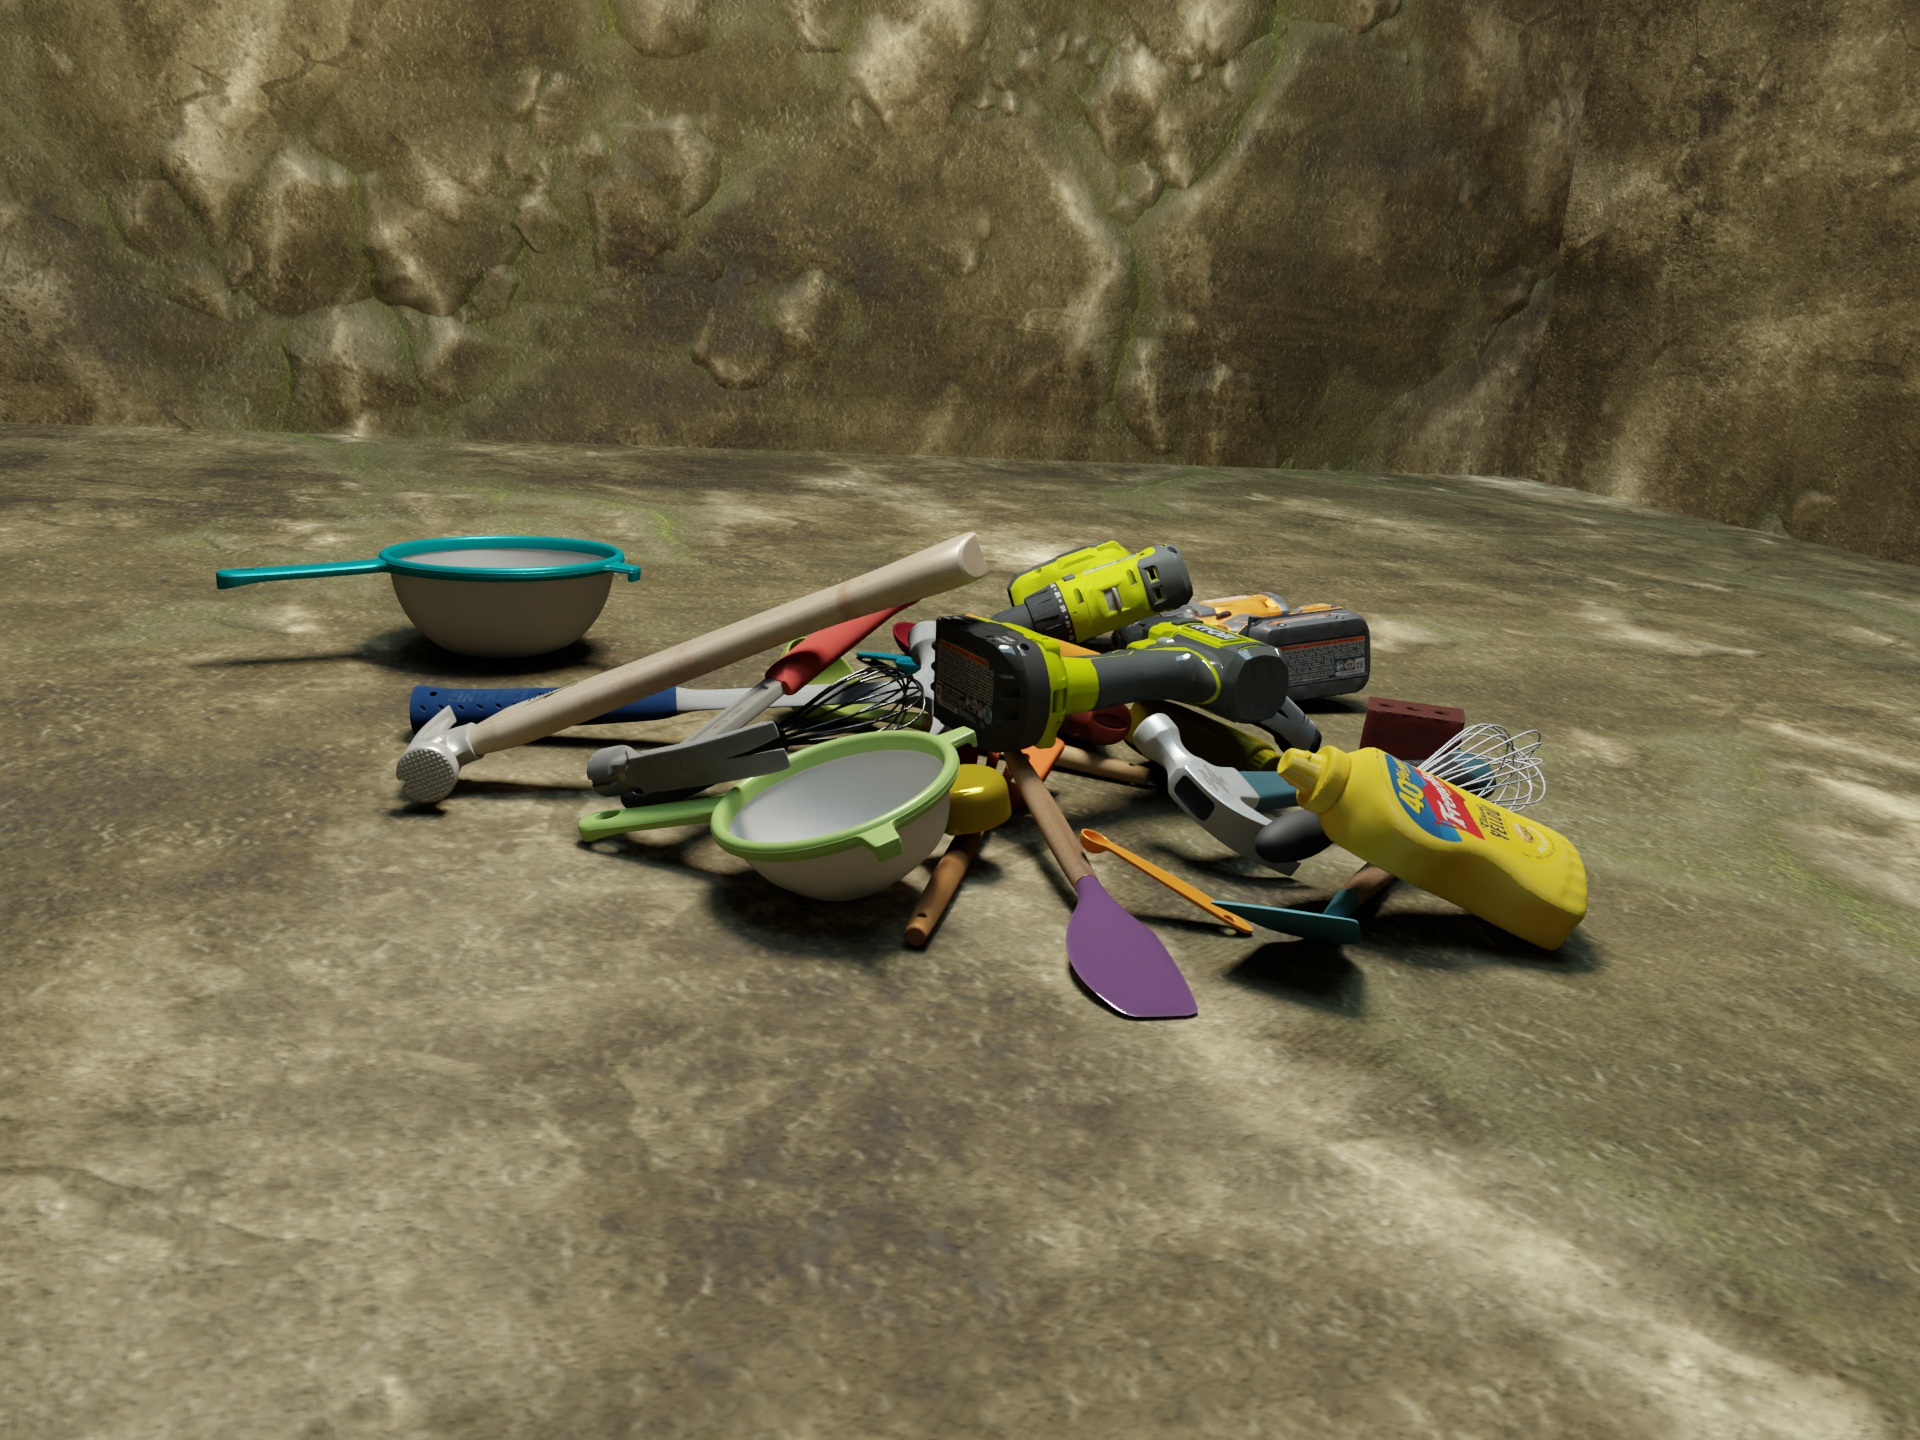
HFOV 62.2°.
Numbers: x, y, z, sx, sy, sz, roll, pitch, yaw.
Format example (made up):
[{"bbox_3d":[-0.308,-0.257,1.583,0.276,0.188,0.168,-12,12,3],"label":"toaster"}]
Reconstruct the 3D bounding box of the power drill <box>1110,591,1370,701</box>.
[{"bbox_3d":[0.264,-0.074,1.528,0.185,0.084,0.226,-8,14,-16],"label":"power drill"}]

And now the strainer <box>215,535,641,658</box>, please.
[{"bbox_3d":[-0.462,-0.100,1.390,0.340,0.095,0.211,-8,17,-30],"label":"strainer"}]

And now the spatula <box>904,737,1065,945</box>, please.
[{"bbox_3d":[0.006,0.067,1.027,0.081,0.041,0.323,13,18,7],"label":"spatula"}]

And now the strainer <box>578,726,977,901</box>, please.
[{"bbox_3d":[-0.115,0.073,0.961,0.256,0.069,0.151,-8,22,23],"label":"strainer"}]

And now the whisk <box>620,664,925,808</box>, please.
[{"bbox_3d":[-0.126,0.014,1.107,0.239,0.055,0.055,-23,28,-27],"label":"whisk"}]

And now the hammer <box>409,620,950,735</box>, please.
[{"bbox_3d":[-0.203,-0.012,1.197,0.405,0.035,0.144,-3,44,-6],"label":"hammer"}]

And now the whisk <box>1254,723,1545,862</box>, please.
[{"bbox_3d":[0.293,0.051,1.044,0.284,0.070,0.070,-13,23,-37],"label":"whisk"}]

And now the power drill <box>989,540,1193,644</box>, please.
[{"bbox_3d":[0.110,-0.115,1.535,0.190,0.080,0.228,-20,8,0],"label":"power drill"}]

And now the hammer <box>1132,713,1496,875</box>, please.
[{"bbox_3d":[0.273,0.045,1.129,0.330,0.033,0.128,-1,43,-40],"label":"hammer"}]

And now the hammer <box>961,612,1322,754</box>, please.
[{"bbox_3d":[0.130,-0.039,1.327,0.337,0.034,0.127,18,-8,33],"label":"hammer"}]

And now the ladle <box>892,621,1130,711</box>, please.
[{"bbox_3d":[0.054,-0.037,1.432,0.316,0.031,0.069,21,18,41],"label":"ladle"}]

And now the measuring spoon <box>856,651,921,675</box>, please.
[{"bbox_3d":[-0.061,-0.049,1.472,0.042,0.021,0.129,-5,10,-33],"label":"measuring spoon"}]

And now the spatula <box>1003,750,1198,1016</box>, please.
[{"bbox_3d":[0.067,0.087,0.959,0.059,0.018,0.316,2,24,-13],"label":"spatula"}]

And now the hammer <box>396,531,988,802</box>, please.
[{"bbox_3d":[-0.179,-0.047,1.098,0.410,0.038,0.146,-21,15,-4],"label":"hammer"}]

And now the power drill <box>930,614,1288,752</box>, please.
[{"bbox_3d":[0.098,-0.037,1.146,0.223,0.080,0.171,-5,17,-26],"label":"power drill"}]

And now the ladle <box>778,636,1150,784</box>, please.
[{"bbox_3d":[-0.002,-0.004,1.250,0.320,0.062,0.078,14,22,21],"label":"ladle"}]

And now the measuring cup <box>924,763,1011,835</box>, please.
[{"bbox_3d":[-0.044,0.044,1.014,0.156,0.029,0.062,4,22,17],"label":"measuring cup"}]

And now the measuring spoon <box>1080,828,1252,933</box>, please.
[{"bbox_3d":[0.121,0.098,0.948,0.117,0.011,0.021,30,17,10],"label":"measuring spoon"}]

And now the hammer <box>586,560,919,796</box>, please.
[{"bbox_3d":[-0.103,-0.041,1.117,0.149,0.036,0.359,-10,19,29],"label":"hammer"}]

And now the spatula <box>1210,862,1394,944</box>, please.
[{"bbox_3d":[0.251,0.095,0.992,0.082,0.044,0.317,4,12,30],"label":"spatula"}]
